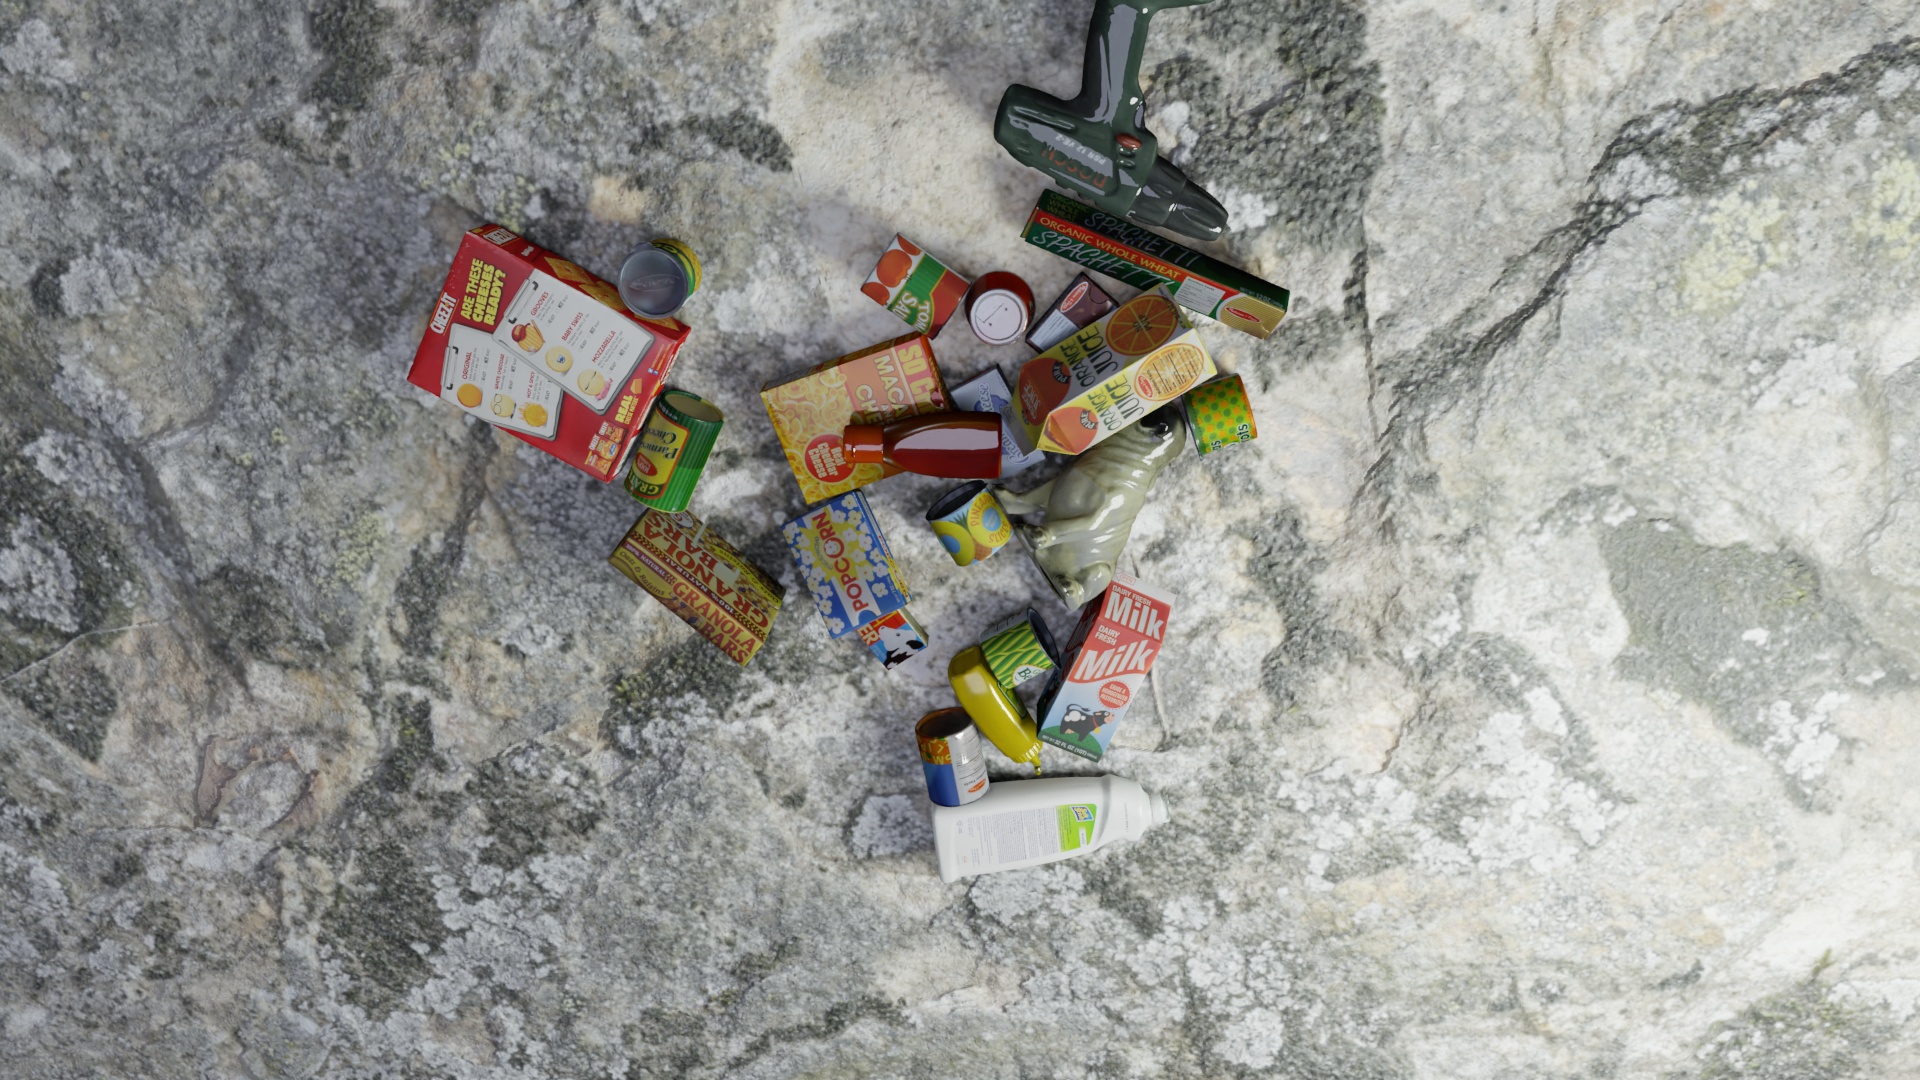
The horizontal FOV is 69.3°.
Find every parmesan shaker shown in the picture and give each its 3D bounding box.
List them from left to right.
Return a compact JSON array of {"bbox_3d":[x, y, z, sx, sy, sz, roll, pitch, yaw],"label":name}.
[{"bbox_3d":[-0.281,-0.089,1.358,0.071,0.071,0.102,25,110,-7],"label":"parmesan shaker"}]

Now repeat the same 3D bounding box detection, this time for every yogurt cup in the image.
[{"bbox_3d":[0.036,-0.214,1.297,0.072,0.054,0.072,1,111,3],"label":"yogurt cup"}]

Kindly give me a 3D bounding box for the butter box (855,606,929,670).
[{"bbox_3d":[-0.083,0.080,1.433,0.053,0.024,0.103,-33,106,14],"label":"butter box"}]

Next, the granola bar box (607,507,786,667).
[{"bbox_3d":[-0.255,0.035,1.371,0.165,0.125,0.039,40,110,-12],"label":"granola bar box"}]

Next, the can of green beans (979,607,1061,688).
[{"bbox_3d":[0.060,0.110,1.414,0.058,0.071,0.071,-29,107,14],"label":"can of green beans"}]

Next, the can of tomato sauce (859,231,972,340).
[{"bbox_3d":[-0.042,-0.234,1.285,0.083,0.071,0.071,34,109,-9],"label":"can of tomato sauce"}]

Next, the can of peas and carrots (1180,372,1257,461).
[{"bbox_3d":[0.245,-0.117,1.315,0.059,0.071,0.070,-17,110,9],"label":"can of peas and carrots"}]

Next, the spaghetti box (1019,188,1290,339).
[{"bbox_3d":[0.179,-0.253,1.275,0.250,0.029,0.050,22,152,-5],"label":"spaghetti box"}]

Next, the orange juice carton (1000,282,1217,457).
[{"bbox_3d":[0.129,-0.147,1.282,0.192,0.072,0.073,-30,140,9],"label":"orange juice carton"}]

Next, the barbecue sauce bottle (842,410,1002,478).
[{"bbox_3d":[-0.035,-0.090,1.310,0.149,0.044,0.064,0,119,1],"label":"barbecue sauce bottle"}]

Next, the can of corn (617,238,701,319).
[{"bbox_3d":[-0.281,-0.248,1.298,0.071,0.058,0.071,1,112,3],"label":"can of corn"}]

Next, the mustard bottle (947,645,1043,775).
[{"bbox_3d":[0.045,0.184,1.448,0.048,0.065,0.160,-29,113,14],"label":"mustard bottle"}]

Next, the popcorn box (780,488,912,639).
[{"bbox_3d":[-0.113,0.023,1.386,0.085,0.038,0.126,-25,88,11],"label":"popcorn box"}]

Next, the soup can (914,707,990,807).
[{"bbox_3d":[-0.011,0.228,1.466,0.071,0.071,0.083,-9,110,7],"label":"soup can"}]

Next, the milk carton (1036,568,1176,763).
[{"bbox_3d":[0.147,0.121,1.411,0.072,0.074,0.189,23,110,-6],"label":"milk carton"}]

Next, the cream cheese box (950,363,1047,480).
[{"bbox_3d":[0.037,-0.115,1.351,0.053,0.024,0.103,-26,107,14],"label":"cream cheese box"}]

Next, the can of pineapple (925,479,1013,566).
[{"bbox_3d":[0.010,-0.017,1.330,0.071,0.071,0.057,-29,108,14],"label":"can of pineapple"}]

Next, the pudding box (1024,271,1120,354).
[{"bbox_3d":[0.106,-0.206,1.309,0.049,0.030,0.083,39,108,-10],"label":"pudding box"}]

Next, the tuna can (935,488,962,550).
[{"bbox_3d":[0.005,-0.017,1.386,0.071,0.033,0.070,1,111,2],"label":"tuna can"}]

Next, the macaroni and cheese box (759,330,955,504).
[{"bbox_3d":[-0.093,-0.119,1.348,0.166,0.040,0.123,-18,110,10],"label":"macaroni and cheese box"}]
